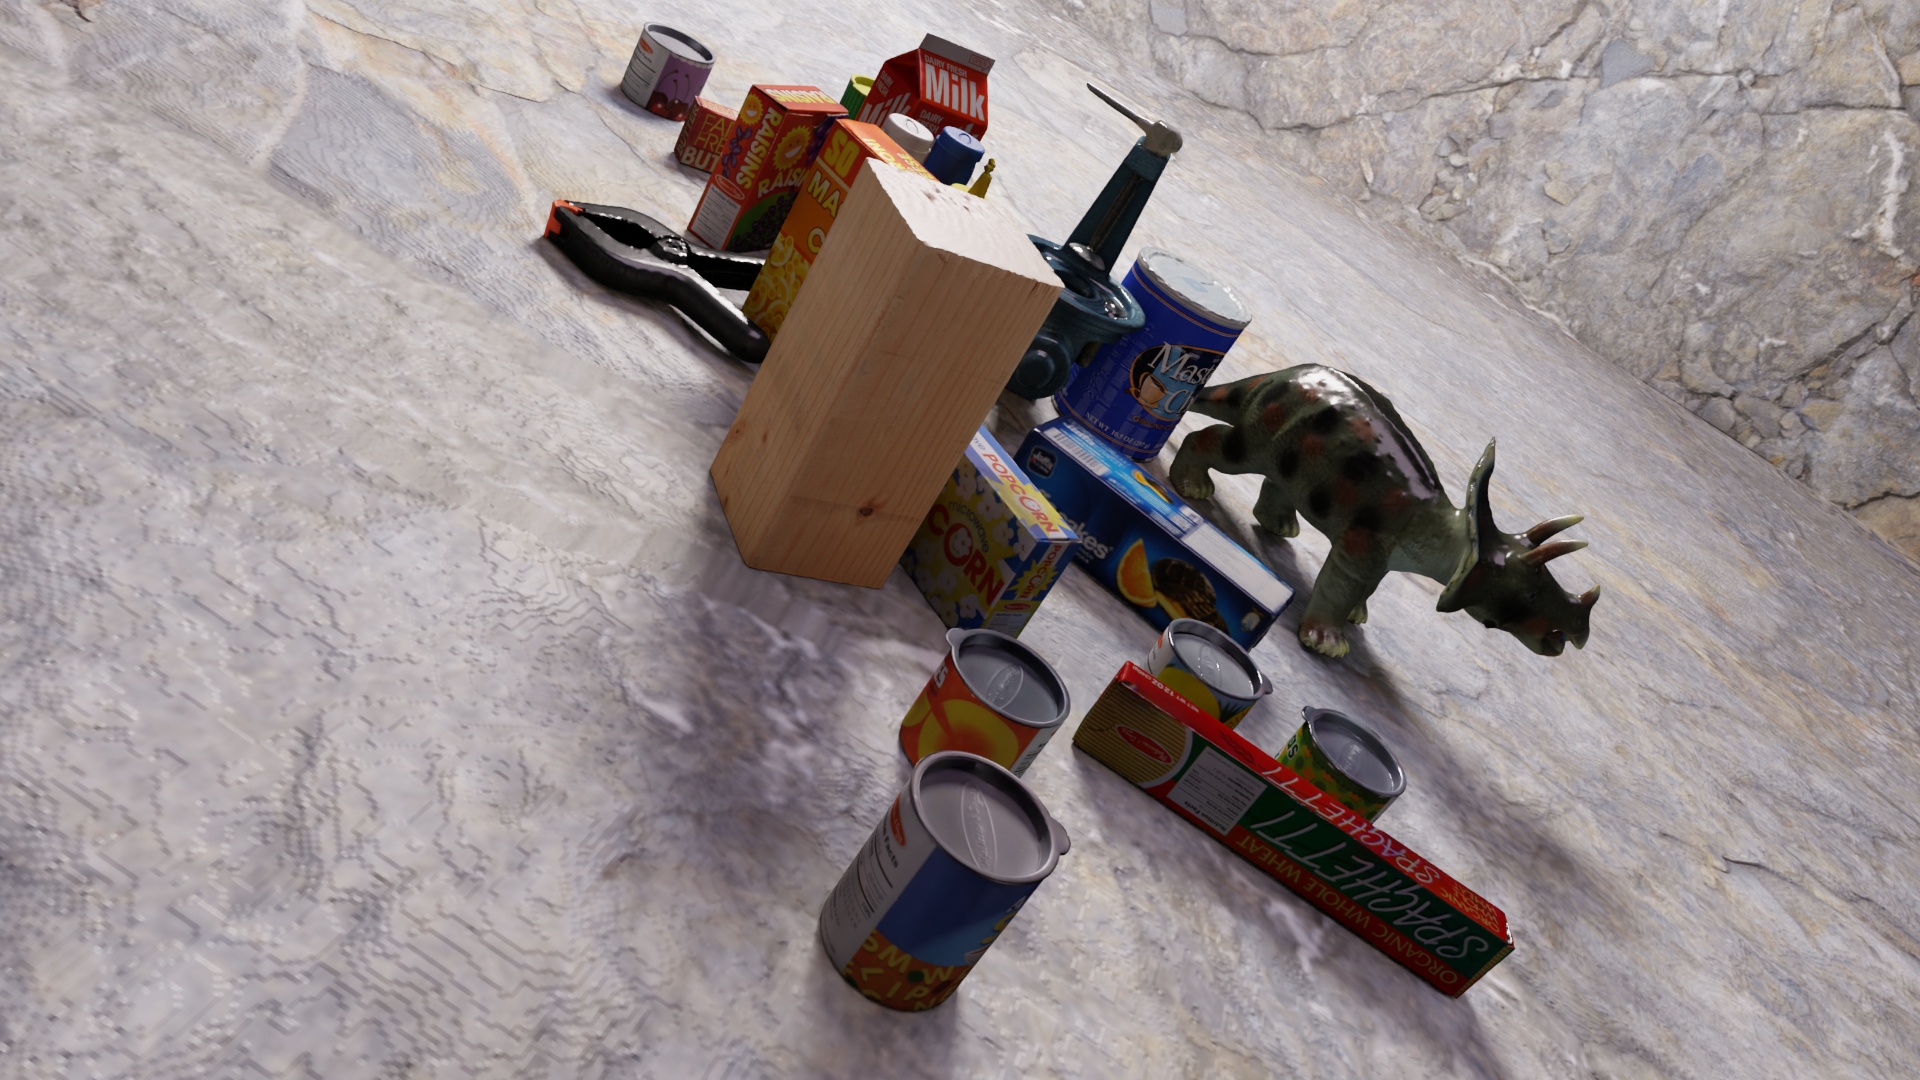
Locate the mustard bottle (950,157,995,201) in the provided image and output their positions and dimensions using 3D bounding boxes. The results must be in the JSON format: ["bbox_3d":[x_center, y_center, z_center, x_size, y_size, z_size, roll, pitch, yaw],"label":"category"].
[{"bbox_3d":[-0.014,-0.210,1.022,0.065,0.159,0.049,-7,47,-51],"label":"mustard bottle"}]

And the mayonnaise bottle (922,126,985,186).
[{"bbox_3d":[-0.031,-0.247,1.077,0.041,0.147,0.065,28,28,-9],"label":"mayonnaise bottle"}]

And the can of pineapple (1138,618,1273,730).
[{"bbox_3d":[0.134,0.089,0.804,0.071,0.057,0.071,24,29,-14],"label":"can of pineapple"}]

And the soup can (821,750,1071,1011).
[{"bbox_3d":[-0.007,0.138,0.558,0.071,0.083,0.072,24,29,-14],"label":"soup can"}]

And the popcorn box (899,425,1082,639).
[{"bbox_3d":[0.003,-0.010,0.801,0.038,0.085,0.127,1,41,-44],"label":"popcorn box"}]

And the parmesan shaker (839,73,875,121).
[{"bbox_3d":[-0.091,-0.350,1.229,0.071,0.102,0.071,25,29,-14],"label":"parmesan shaker"}]

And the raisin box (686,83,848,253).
[{"bbox_3d":[-0.144,-0.277,1.039,0.040,0.122,0.086,39,29,13],"label":"raisin box"}]

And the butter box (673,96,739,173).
[{"bbox_3d":[-0.180,-0.325,1.153,0.103,0.053,0.024,13,34,-32],"label":"butter box"}]

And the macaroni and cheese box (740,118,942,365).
[{"bbox_3d":[-0.068,-0.164,0.889,0.124,0.165,0.040,46,31,24],"label":"macaroni and cheese box"}]

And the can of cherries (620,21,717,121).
[{"bbox_3d":[-0.251,-0.405,1.204,0.071,0.058,0.072,24,29,-14],"label":"can of cherries"}]

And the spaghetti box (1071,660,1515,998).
[{"bbox_3d":[0.178,0.156,0.749,0.250,0.050,0.029,34,28,3],"label":"spaghetti box"}]

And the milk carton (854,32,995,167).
[{"bbox_3d":[-0.044,-0.316,1.129,0.072,0.189,0.074,8,37,-39],"label":"milk carton"}]

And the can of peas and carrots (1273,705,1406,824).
[{"bbox_3d":[0.209,0.139,0.799,0.071,0.058,0.071,24,29,-14],"label":"can of peas and carrots"}]

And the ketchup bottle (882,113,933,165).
[{"bbox_3d":[-0.069,-0.242,1.031,0.043,0.148,0.065,19,30,-23],"label":"ketchup bottle"}]

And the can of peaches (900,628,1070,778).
[{"bbox_3d":[0.010,0.085,0.685,0.071,0.057,0.071,24,29,-14],"label":"can of peaches"}]
